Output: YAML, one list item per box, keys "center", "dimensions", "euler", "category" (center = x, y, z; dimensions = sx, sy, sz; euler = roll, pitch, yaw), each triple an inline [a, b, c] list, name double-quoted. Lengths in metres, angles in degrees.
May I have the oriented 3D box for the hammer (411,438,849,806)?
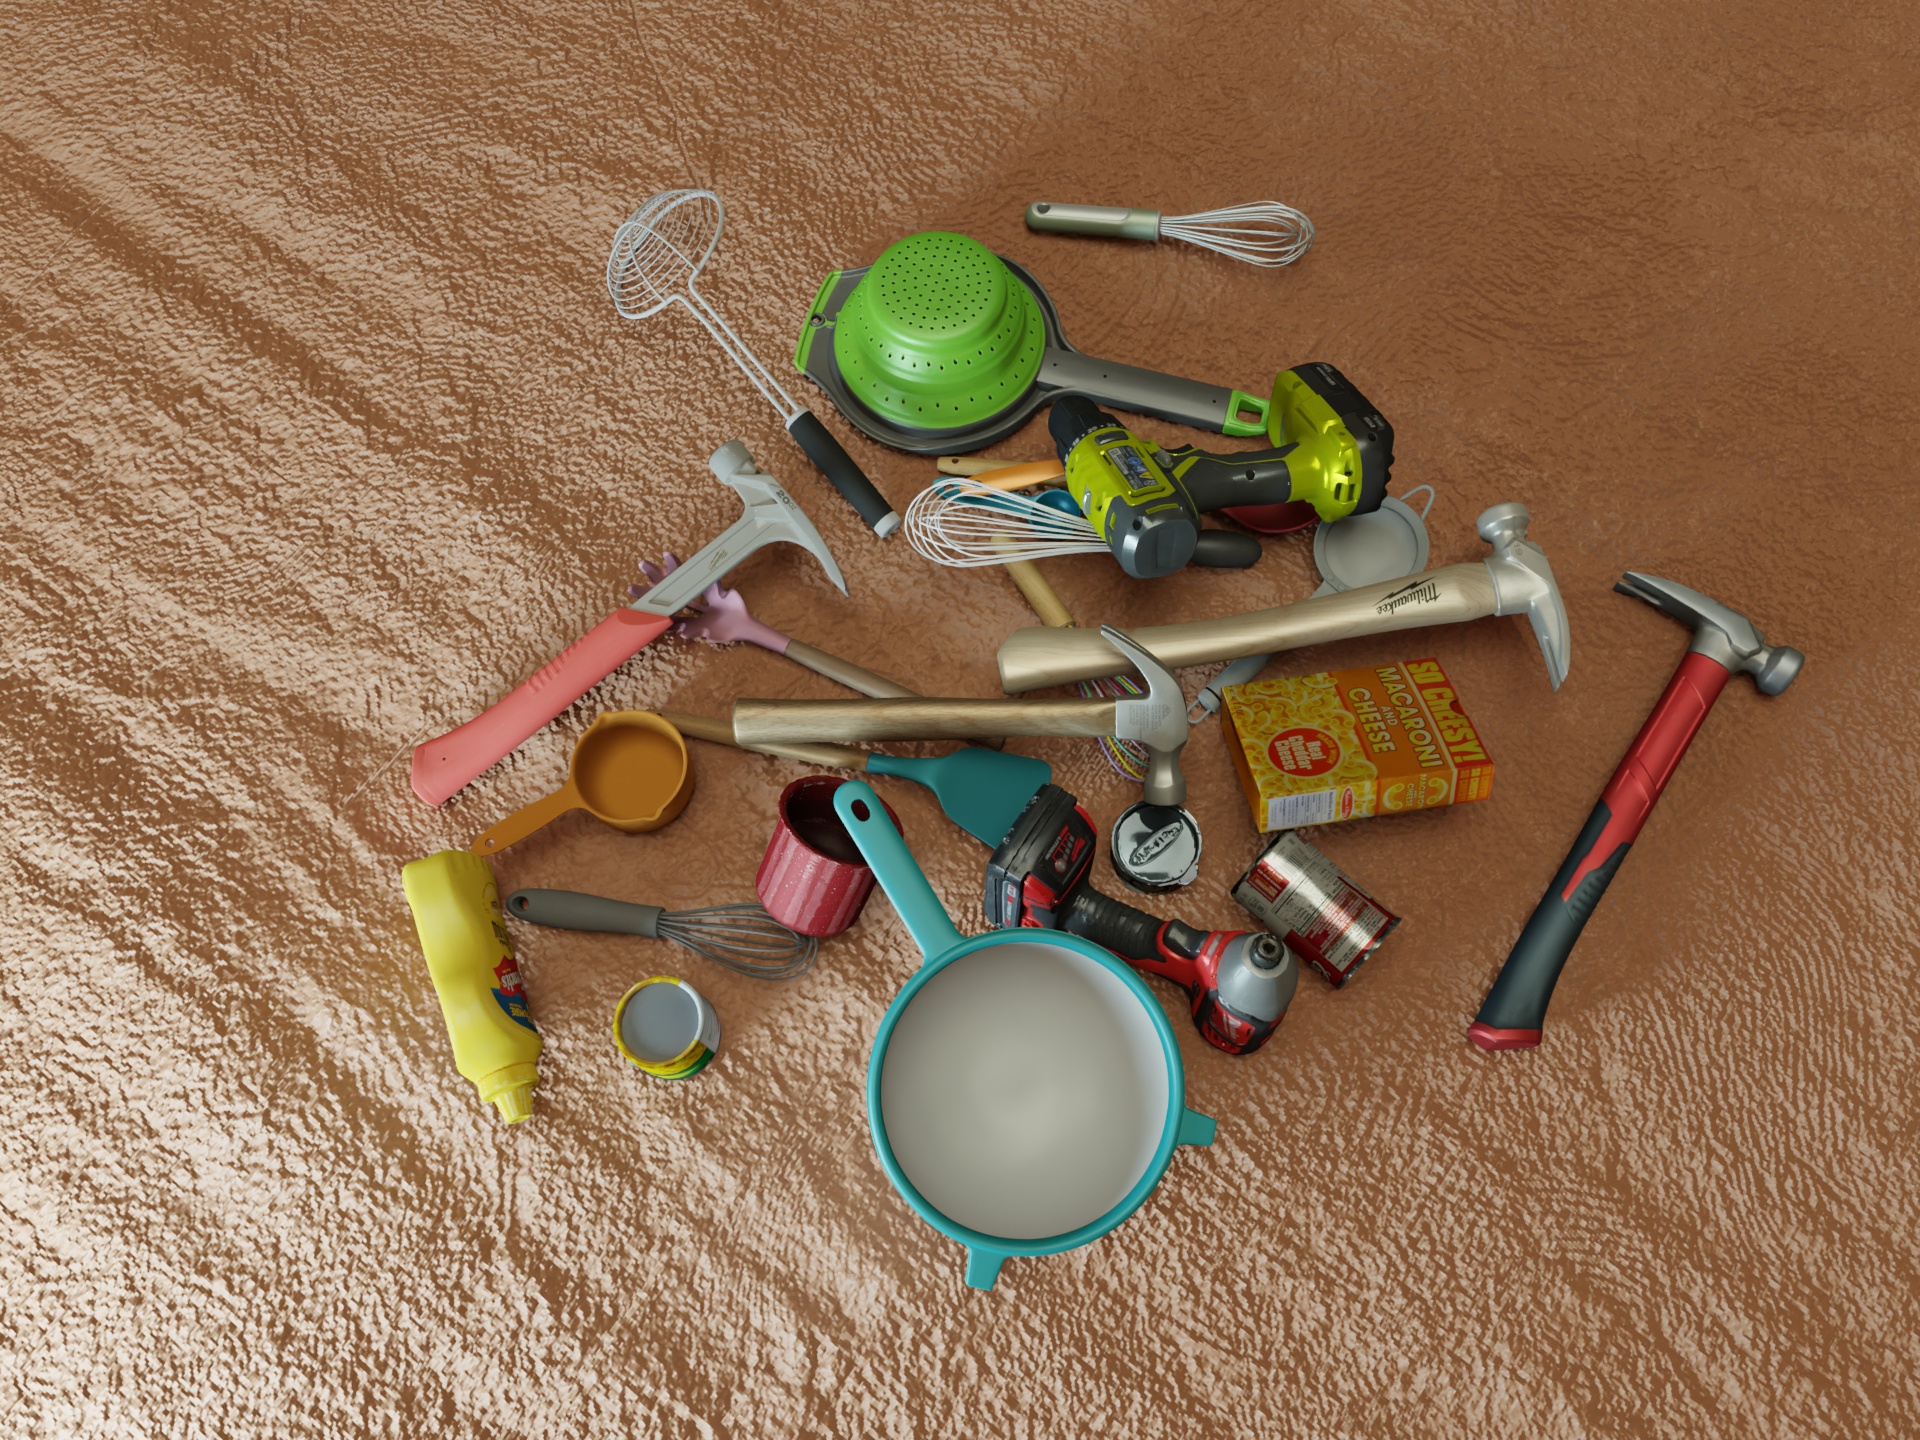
- center: [-0.262, -0.050, 1.210]
  dimensions: [0.359, 0.036, 0.149]
  euler: [-39, 83, -1]
  category: "hammer"

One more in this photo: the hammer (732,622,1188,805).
- center: [-0.002, -0.004, 1.154]
  dimensions: [0.331, 0.031, 0.130]
  euler: [0, 103, 6]
  category: "hammer"

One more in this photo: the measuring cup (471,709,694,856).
- center: [-0.280, 0.062, 1.192]
  dimensions: [0.173, 0.052, 0.095]
  euler: [-29, 72, -6]
  category: "measuring cup"

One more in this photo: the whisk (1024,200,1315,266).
- center: [0.175, -0.419, 1.346]
  dimensions: [0.246, 0.059, 0.058]
  euler: [8, 59, 10]
  category: "whisk"

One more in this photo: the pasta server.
- center: [-0.110, -0.047, 1.230]
  dimensions: [0.316, 0.040, 0.060]
  euler: [24, 86, 10]
  category: "pasta server"

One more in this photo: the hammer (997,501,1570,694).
- center: [0.233, -0.059, 1.169]
  dimensions: [0.410, 0.038, 0.146]
  euler: [-10, 65, 1]
  category: "hammer"

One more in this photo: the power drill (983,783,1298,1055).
- center: [0.128, 0.141, 1.095]
  dimensions: [0.220, 0.143, 0.078]
  euler: [30, 65, 14]
  category: "power drill"

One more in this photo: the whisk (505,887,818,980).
- center: [-0.221, 0.151, 1.162]
  dimensions: [0.239, 0.055, 0.055]
  euler: [7, 71, 10]
  category: "whisk"

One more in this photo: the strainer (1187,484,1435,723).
- center: [0.267, -0.086, 1.226]
  dimensions: [0.258, 0.050, 0.087]
  euler: [-42, 73, -6]
  category: "strainer"

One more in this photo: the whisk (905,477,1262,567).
- center: [0.098, -0.141, 1.229]
  dimensions: [0.284, 0.070, 0.070]
  euler: [5, 70, -10]
  category: "whisk"

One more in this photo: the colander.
- center: [0.060, -0.306, 1.282]
  dimensions: [0.397, 0.094, 0.205]
  euler: [14, 69, 7]
  category: "colander"

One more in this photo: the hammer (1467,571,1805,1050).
- center: [0.464, 0.067, 1.162]
  dimensions: [0.143, 0.038, 0.386]
  euler: [32, 75, 14]
  category: "hammer"

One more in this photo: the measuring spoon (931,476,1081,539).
- center: [0.037, -0.173, 1.283]
  dimensions: [0.129, 0.021, 0.042]
  euler: [17, 77, 18]
  category: "measuring spoon"

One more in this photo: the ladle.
- center: [0.136, -0.189, 1.275]
  dimensions: [0.315, 0.031, 0.069]
  euler: [7, 60, 7]
  category: "ladle"

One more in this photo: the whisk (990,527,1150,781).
- center: [0.094, -0.055, 1.221]
  dimensions: [0.051, 0.047, 0.245]
  euler: [-24, 67, -21]
  category: "whisk"

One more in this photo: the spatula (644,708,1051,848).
- center: [-0.092, 0.032, 1.209]
  dimensions: [0.317, 0.044, 0.082]
  euler: [12, 70, 12]
  category: "spatula"

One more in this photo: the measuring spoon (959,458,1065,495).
- center: [0.056, -0.198, 1.268]
  dimensions: [0.117, 0.011, 0.021]
  euler: [-12, 71, 3]
  category: "measuring spoon"

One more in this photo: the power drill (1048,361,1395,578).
- center: [0.189, -0.202, 1.205]
  dimensions: [0.228, 0.080, 0.191]
  euler: [-14, 45, -13]
  category: "power drill"

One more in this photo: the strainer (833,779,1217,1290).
- center: [0.007, 0.193, 1.086]
  dimensions: [0.211, 0.095, 0.340]
  euler: [-31, 85, -9]
  category: "strainer"

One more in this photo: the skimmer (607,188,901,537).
- center: [-0.163, -0.293, 1.321]
  dimensions: [0.127, 0.090, 0.363]
  euler: [-42, 84, 14]
  category: "skimmer"
